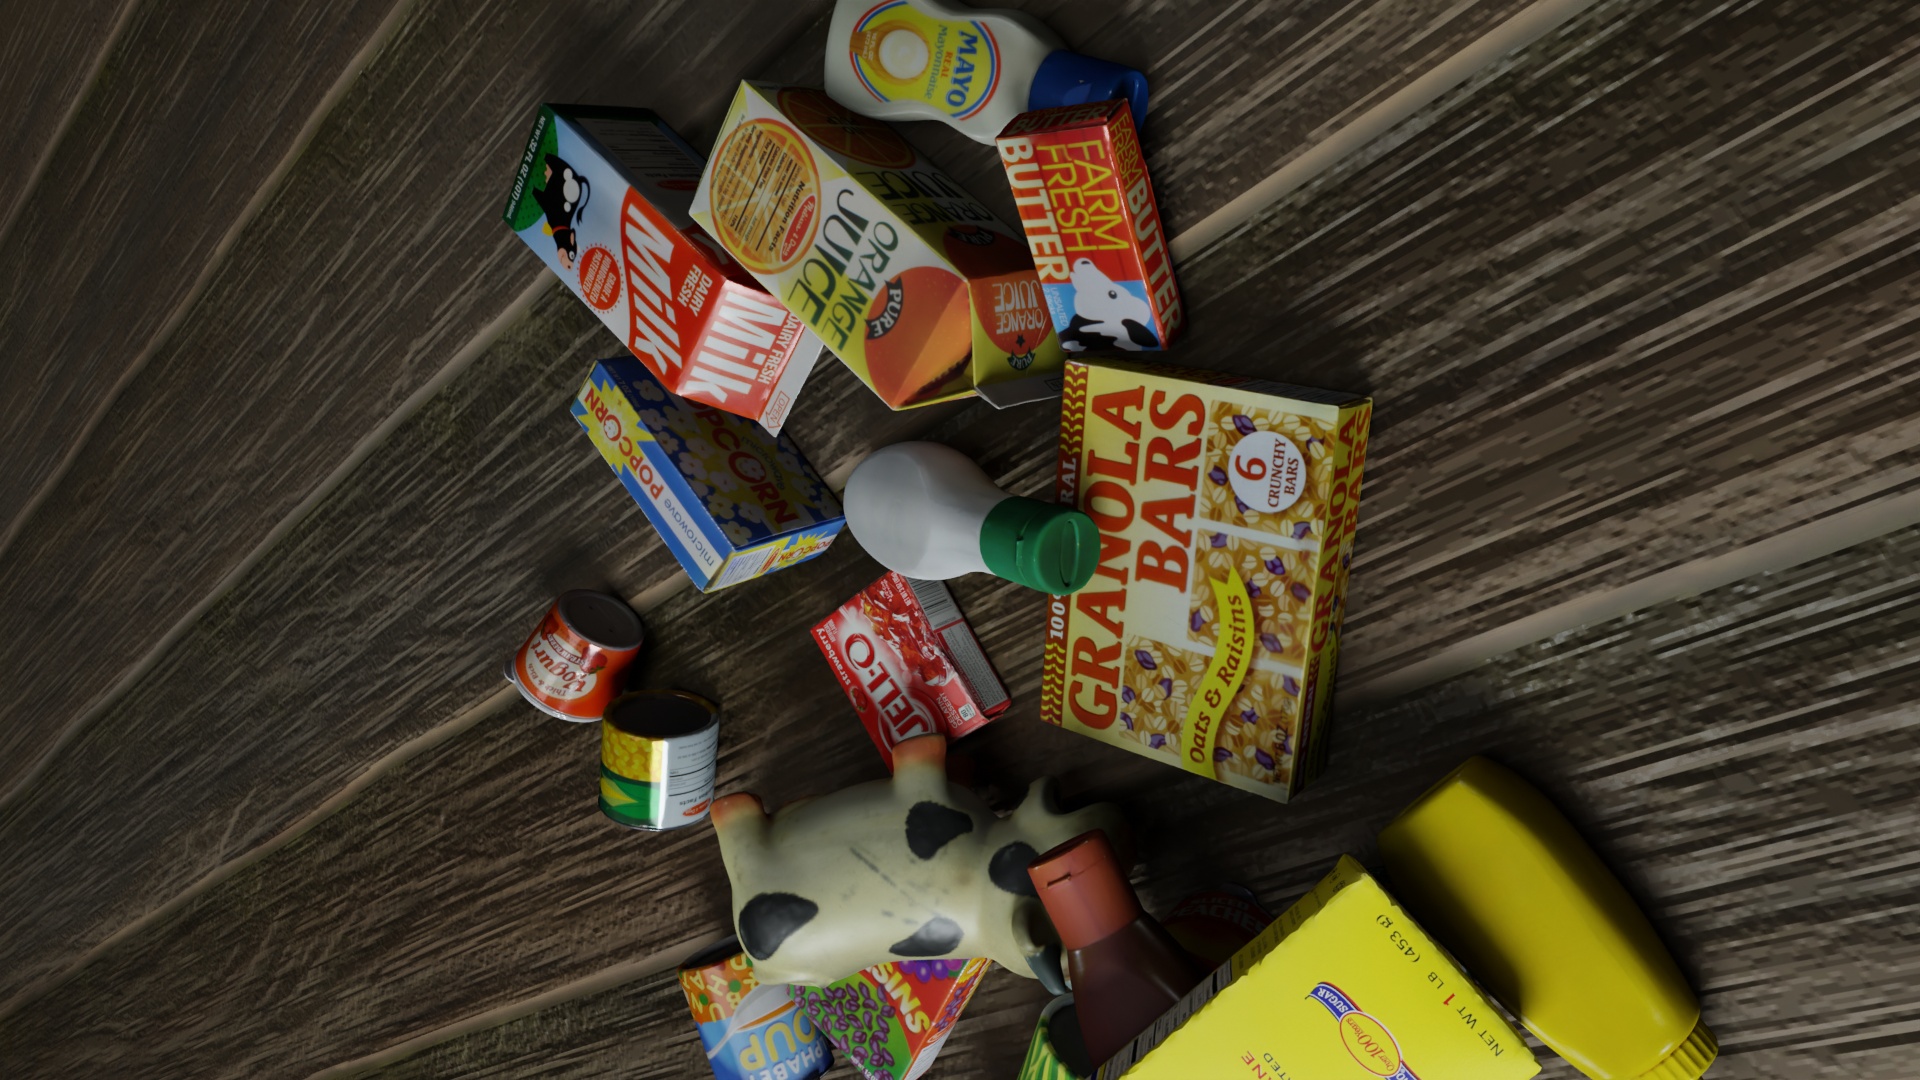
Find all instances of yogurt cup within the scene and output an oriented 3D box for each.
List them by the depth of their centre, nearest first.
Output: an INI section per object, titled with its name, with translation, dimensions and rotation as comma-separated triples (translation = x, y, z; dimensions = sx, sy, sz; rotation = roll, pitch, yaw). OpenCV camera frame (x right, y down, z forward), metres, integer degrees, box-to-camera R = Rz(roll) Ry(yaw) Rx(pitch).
[yogurt cup]
translation = -0.224, 0.066, 0.823
dimensions = 0.072, 0.072, 0.053
rotation = 43, 115, 20

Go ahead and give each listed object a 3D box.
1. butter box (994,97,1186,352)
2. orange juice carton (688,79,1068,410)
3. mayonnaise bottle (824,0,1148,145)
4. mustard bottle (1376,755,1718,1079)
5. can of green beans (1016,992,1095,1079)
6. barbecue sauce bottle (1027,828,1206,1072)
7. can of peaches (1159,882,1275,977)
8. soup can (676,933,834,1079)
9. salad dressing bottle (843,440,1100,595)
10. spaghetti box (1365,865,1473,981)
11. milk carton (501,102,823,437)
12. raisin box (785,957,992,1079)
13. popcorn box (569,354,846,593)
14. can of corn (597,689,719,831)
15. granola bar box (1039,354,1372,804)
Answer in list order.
[butter box]
translation = 0.055, -0.126, 0.570
dimensions = 0.053, 0.024, 0.103
rotation = 5, 130, 36
[orange juice carton]
translation = -0.028, -0.123, 0.627
dimensions = 0.193, 0.072, 0.072
rotation = 44, 123, 20
[mayonnaise bottle]
translation = 0.009, -0.202, 0.599
dimensions = 0.148, 0.041, 0.064
rotation = 26, 113, 28
[mustard bottle]
translation = 0.230, 0.158, 0.520
dimensions = 0.160, 0.049, 0.065
rotation = 51, 124, 15
[can of green beans]
translation = 0.061, 0.258, 0.658
dimensions = 0.071, 0.071, 0.057
rotation = 30, 117, 27
[barbecue sauce bottle]
translation = 0.076, 0.193, 0.570
dimensions = 0.064, 0.044, 0.148
rotation = -30, 82, 25
[can of peaches]
translation = 0.107, 0.195, 0.614
dimensions = 0.071, 0.058, 0.071
rotation = 10, 108, 34
[soup can]
translation = -0.115, 0.270, 0.790
dimensions = 0.071, 0.071, 0.084
rotation = -22, 88, 38
[salad dressing bottle]
translation = 0.002, -0.008, 0.621
dimensions = 0.148, 0.044, 0.064
rotation = 18, 109, 53
[spaghetti box]
translation = 0.213, 0.254, 0.556
dimensions = 0.028, 0.050, 0.250
rotation = -25, 86, 39
[milk carton]
translation = -0.140, -0.138, 0.705
dimensions = 0.191, 0.074, 0.072
rotation = 44, 123, 20
[raisin box]
translation = -0.034, 0.221, 0.736
dimensions = 0.086, 0.040, 0.122
rotation = 39, 122, 24
[popcorn box]
translation = -0.128, -0.039, 0.712
dimensions = 0.127, 0.085, 0.038
rotation = 52, 126, 14
[can of corn]
translation = -0.175, 0.124, 0.798
dimensions = 0.071, 0.071, 0.058
rotation = 19, 111, 32
[granola bar box]
translation = 0.099, 0.012, 0.587
dimensions = 0.124, 0.039, 0.165
rotation = 14, 110, 34
